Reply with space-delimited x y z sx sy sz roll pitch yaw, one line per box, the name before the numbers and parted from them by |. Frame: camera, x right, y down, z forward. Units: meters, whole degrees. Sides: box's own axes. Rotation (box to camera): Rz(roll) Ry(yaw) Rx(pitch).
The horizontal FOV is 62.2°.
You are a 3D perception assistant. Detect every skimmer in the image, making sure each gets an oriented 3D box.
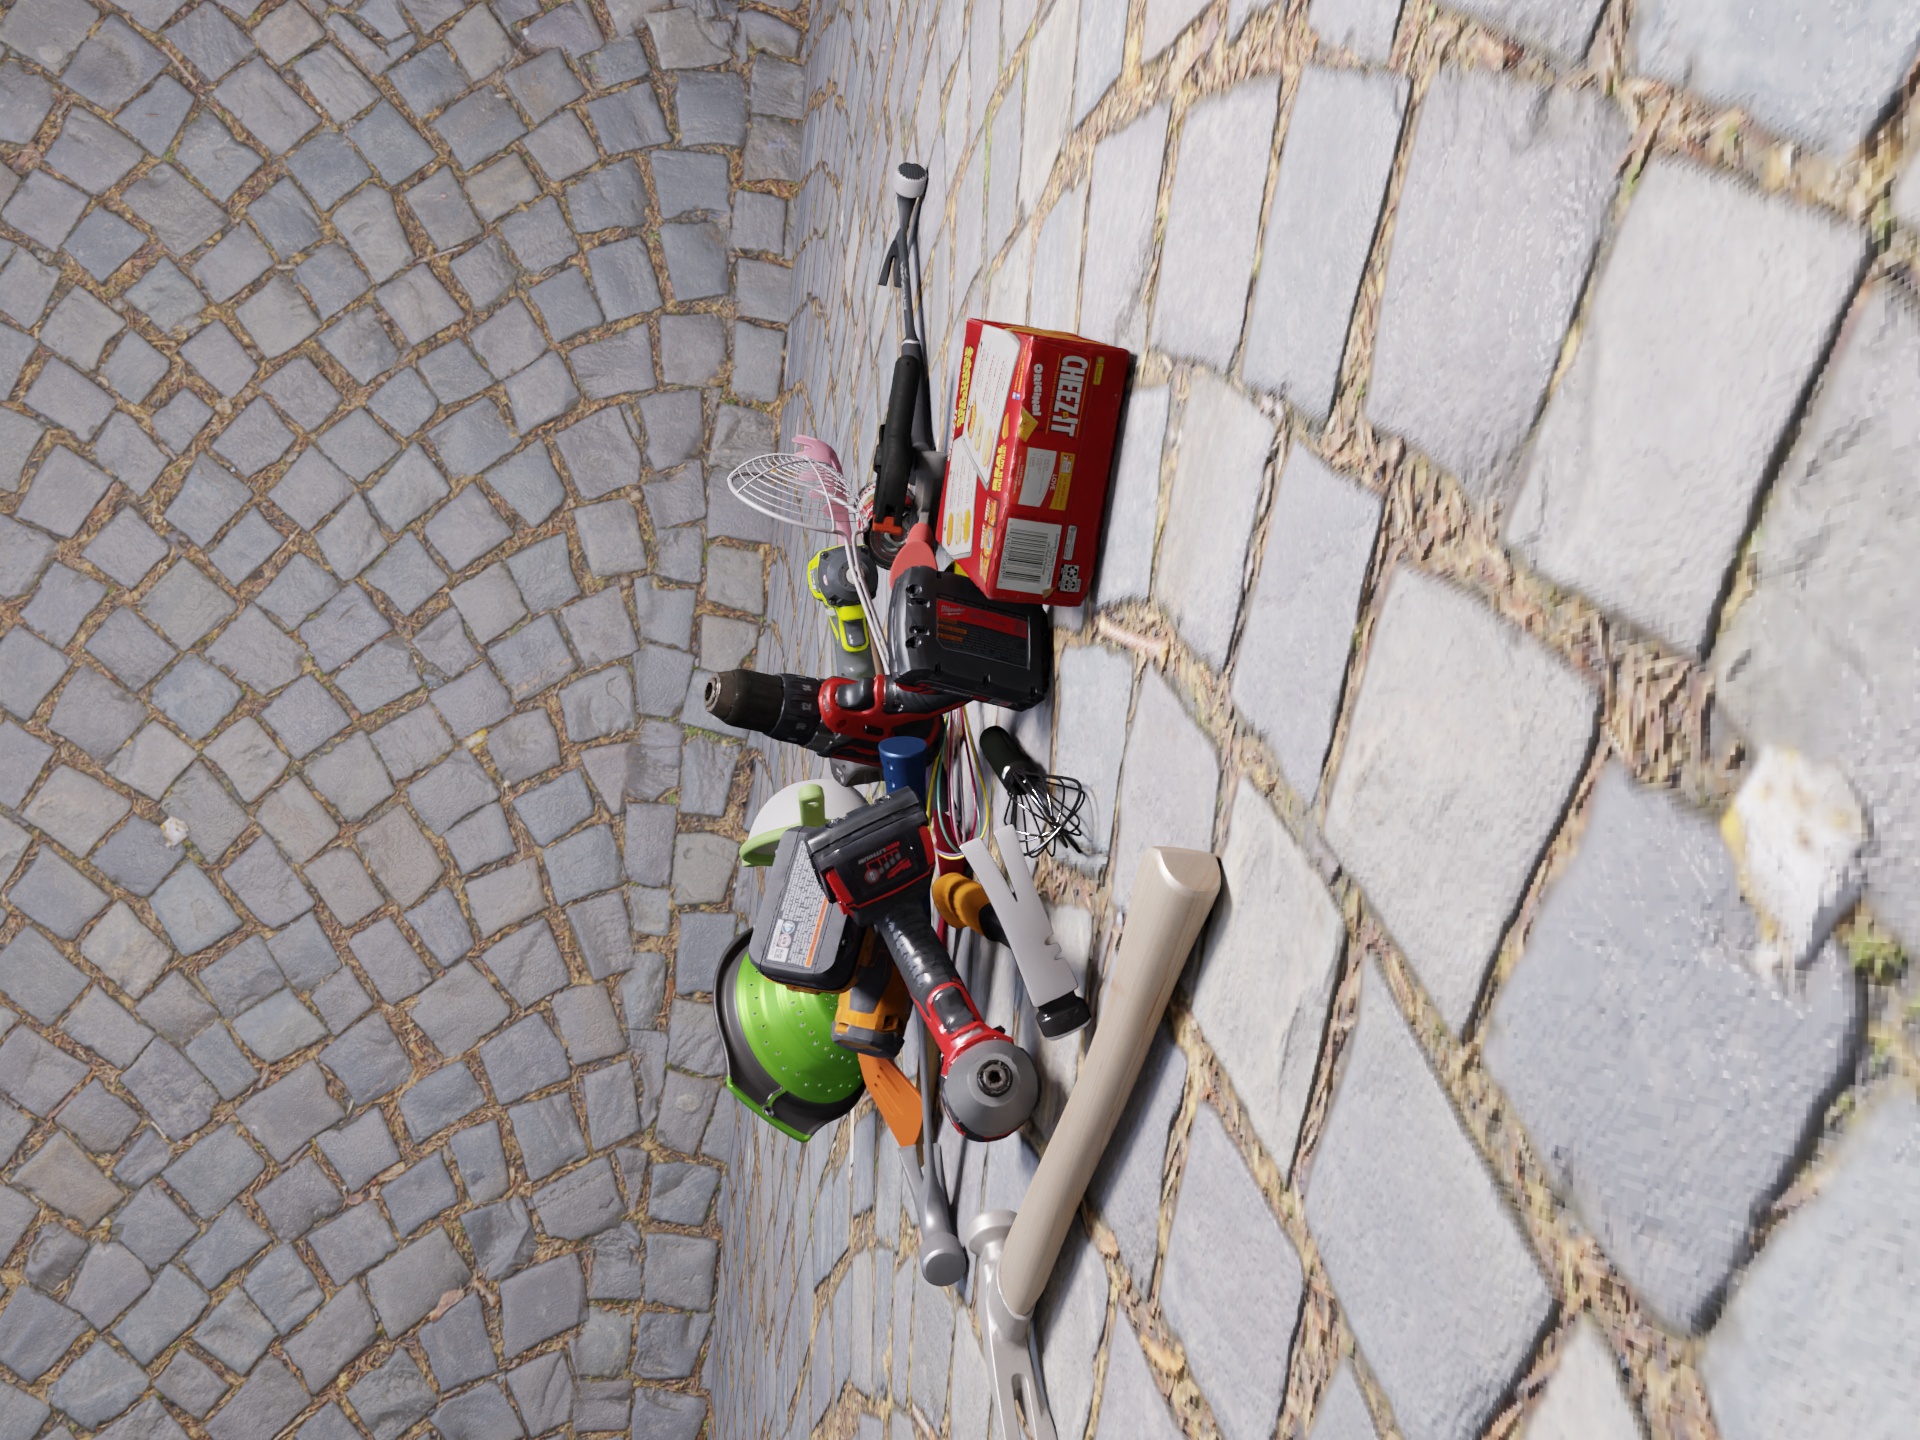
skimmer | -0.094 -0.071 1.366 0.090 0.127 0.363 -27 80 36

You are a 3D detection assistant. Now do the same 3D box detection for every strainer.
strainer | -0.146 0.081 1.547 0.256 0.151 0.069 102 159 -71

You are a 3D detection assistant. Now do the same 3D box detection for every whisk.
whisk | 0.000 -0.004 1.265 0.047 0.051 0.245 -32 51 48
whisk | 0.042 0.040 1.064 0.059 0.057 0.246 -49 15 5

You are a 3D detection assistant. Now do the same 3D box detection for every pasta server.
pasta server | -0.113 -0.137 1.621 0.060 0.040 0.316 -66 -35 -68

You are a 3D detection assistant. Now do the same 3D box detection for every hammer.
hammer | 0.069 0.232 0.869 0.146 0.038 0.410 -102 21 -49
hammer | 0.015 0.127 1.083 0.337 0.034 0.127 174 73 -81
hammer | -0.037 -0.139 1.356 0.359 0.036 0.149 -90 8 -75
hammer | -0.056 -0.407 1.689 0.149 0.036 0.409 109 161 -52
hammer | -0.032 0.207 1.181 0.144 0.035 0.405 -117 23 -70

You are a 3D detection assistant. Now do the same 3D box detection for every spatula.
spatula | -0.079 0.227 1.417 0.323 0.041 0.081 -103 20 -44

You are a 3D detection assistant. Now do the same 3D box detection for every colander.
colander | -0.119 0.225 1.600 0.094 0.204 0.397 -32 27 32

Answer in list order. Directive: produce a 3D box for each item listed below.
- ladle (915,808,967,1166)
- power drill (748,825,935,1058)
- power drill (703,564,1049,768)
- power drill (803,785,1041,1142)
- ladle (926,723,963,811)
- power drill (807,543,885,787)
ladle | -0.021 0.225 1.310 0.069 0.031 0.315 -76 -8 -76
power drill | -0.077 0.153 1.258 0.226 0.084 0.185 59 -138 -61
power drill | -0.062 -0.029 1.135 0.226 0.187 0.080 -31 53 53
power drill | -0.018 0.161 1.012 0.220 0.078 0.143 62 171 15
ladle | -0.057 0.091 1.462 0.320 0.062 0.078 116 168 -53
power drill | -0.098 -0.056 1.514 0.171 0.080 0.223 -155 56 -78
